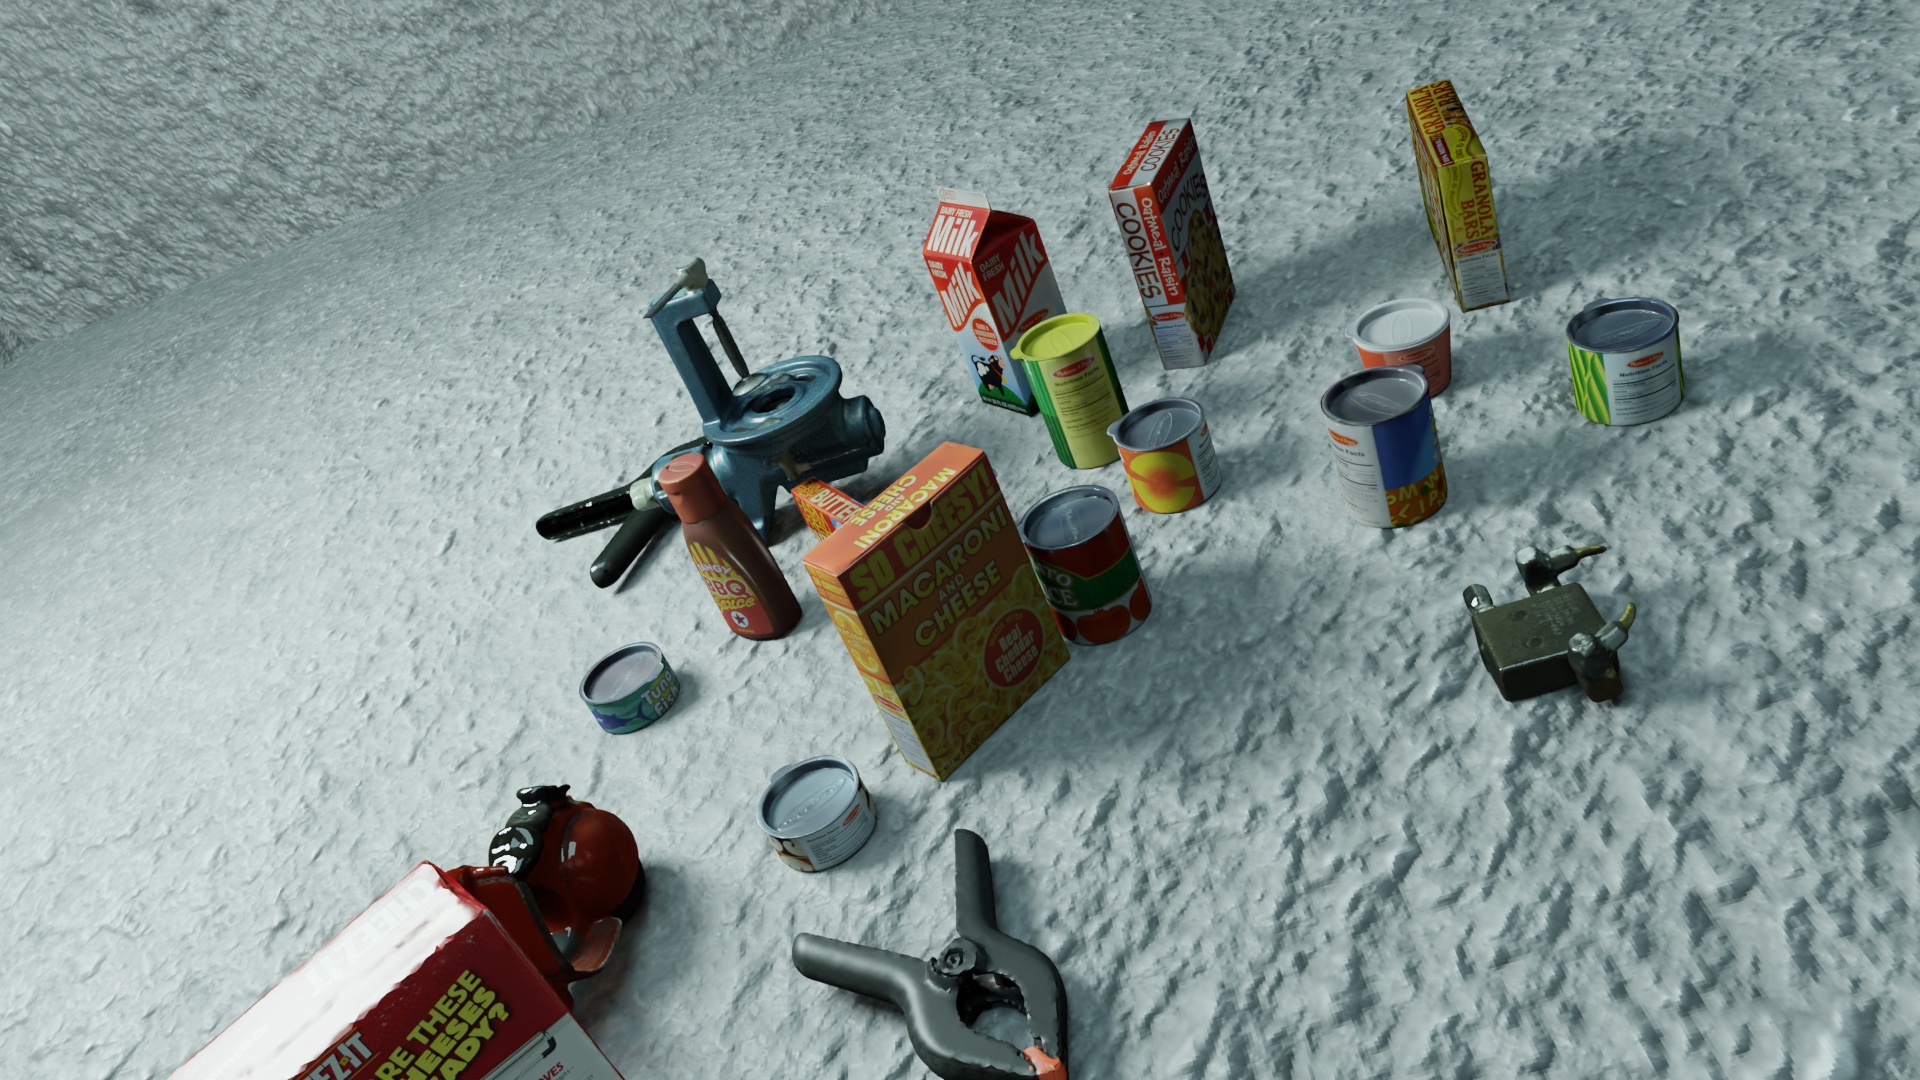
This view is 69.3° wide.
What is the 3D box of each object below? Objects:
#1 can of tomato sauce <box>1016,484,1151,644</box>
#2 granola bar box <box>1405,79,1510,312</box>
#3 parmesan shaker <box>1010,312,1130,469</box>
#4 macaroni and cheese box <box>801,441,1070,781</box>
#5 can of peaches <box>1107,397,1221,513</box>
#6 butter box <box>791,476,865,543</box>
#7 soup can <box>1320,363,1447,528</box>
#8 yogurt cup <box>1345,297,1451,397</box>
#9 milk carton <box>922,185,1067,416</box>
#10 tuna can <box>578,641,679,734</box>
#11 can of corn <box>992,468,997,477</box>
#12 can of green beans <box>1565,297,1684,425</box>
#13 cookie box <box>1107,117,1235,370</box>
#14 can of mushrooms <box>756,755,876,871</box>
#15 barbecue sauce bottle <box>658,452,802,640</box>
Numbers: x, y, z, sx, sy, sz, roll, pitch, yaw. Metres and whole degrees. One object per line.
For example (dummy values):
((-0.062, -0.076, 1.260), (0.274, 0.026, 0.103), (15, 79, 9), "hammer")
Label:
((0.080, 0.017, 0.901), (0.071, 0.082, 0.071), (-17, 33, 11), "can of tomato sauce")
((0.389, -0.274, 1.094), (0.039, 0.123, 0.166), (-13, 34, 17), "granola bar box")
((0.088, -0.113, 1.069), (0.071, 0.102, 0.072), (-17, 33, 11), "parmesan shaker")
((-0.009, 0.043, 0.841), (0.124, 0.165, 0.040), (-41, 36, -26), "macaroni and cheese box")
((0.147, -0.061, 0.996), (0.071, 0.057, 0.071), (-16, 33, 11), "can of peaches")
((-0.091, -0.011, 1.078), (0.024, 0.053, 0.103), (-36, 34, -19), "butter box")
((0.275, -0.061, 0.892), (0.071, 0.083, 0.072), (-17, 33, 11), "soup can")
((0.321, -0.135, 0.999), (0.072, 0.053, 0.073), (-16, 33, 11), "yogurt cup")
((0.032, -0.206, 1.157), (0.074, 0.189, 0.072), (-38, 34, -21), "milk carton")
((-0.240, 0.108, 1.017), (0.071, 0.032, 0.071), (-16, 33, 11), "tuna can")
((0.004, -0.013, 1.016), (0.071, 0.058, 0.071), (-16, 33, 11), "can of corn")
((0.430, -0.116, 0.898), (0.071, 0.057, 0.071), (-16, 33, 11), "can of green beans")
((0.177, -0.245, 1.144), (0.040, 0.166, 0.123), (-3, 37, 29), "cookie box")
((-0.087, 0.163, 0.838), (0.071, 0.033, 0.071), (-16, 33, 11), "can of mushrooms")
((-0.171, 0.005, 1.016), (0.065, 0.148, 0.044), (4, 41, 37), "barbecue sauce bottle")
